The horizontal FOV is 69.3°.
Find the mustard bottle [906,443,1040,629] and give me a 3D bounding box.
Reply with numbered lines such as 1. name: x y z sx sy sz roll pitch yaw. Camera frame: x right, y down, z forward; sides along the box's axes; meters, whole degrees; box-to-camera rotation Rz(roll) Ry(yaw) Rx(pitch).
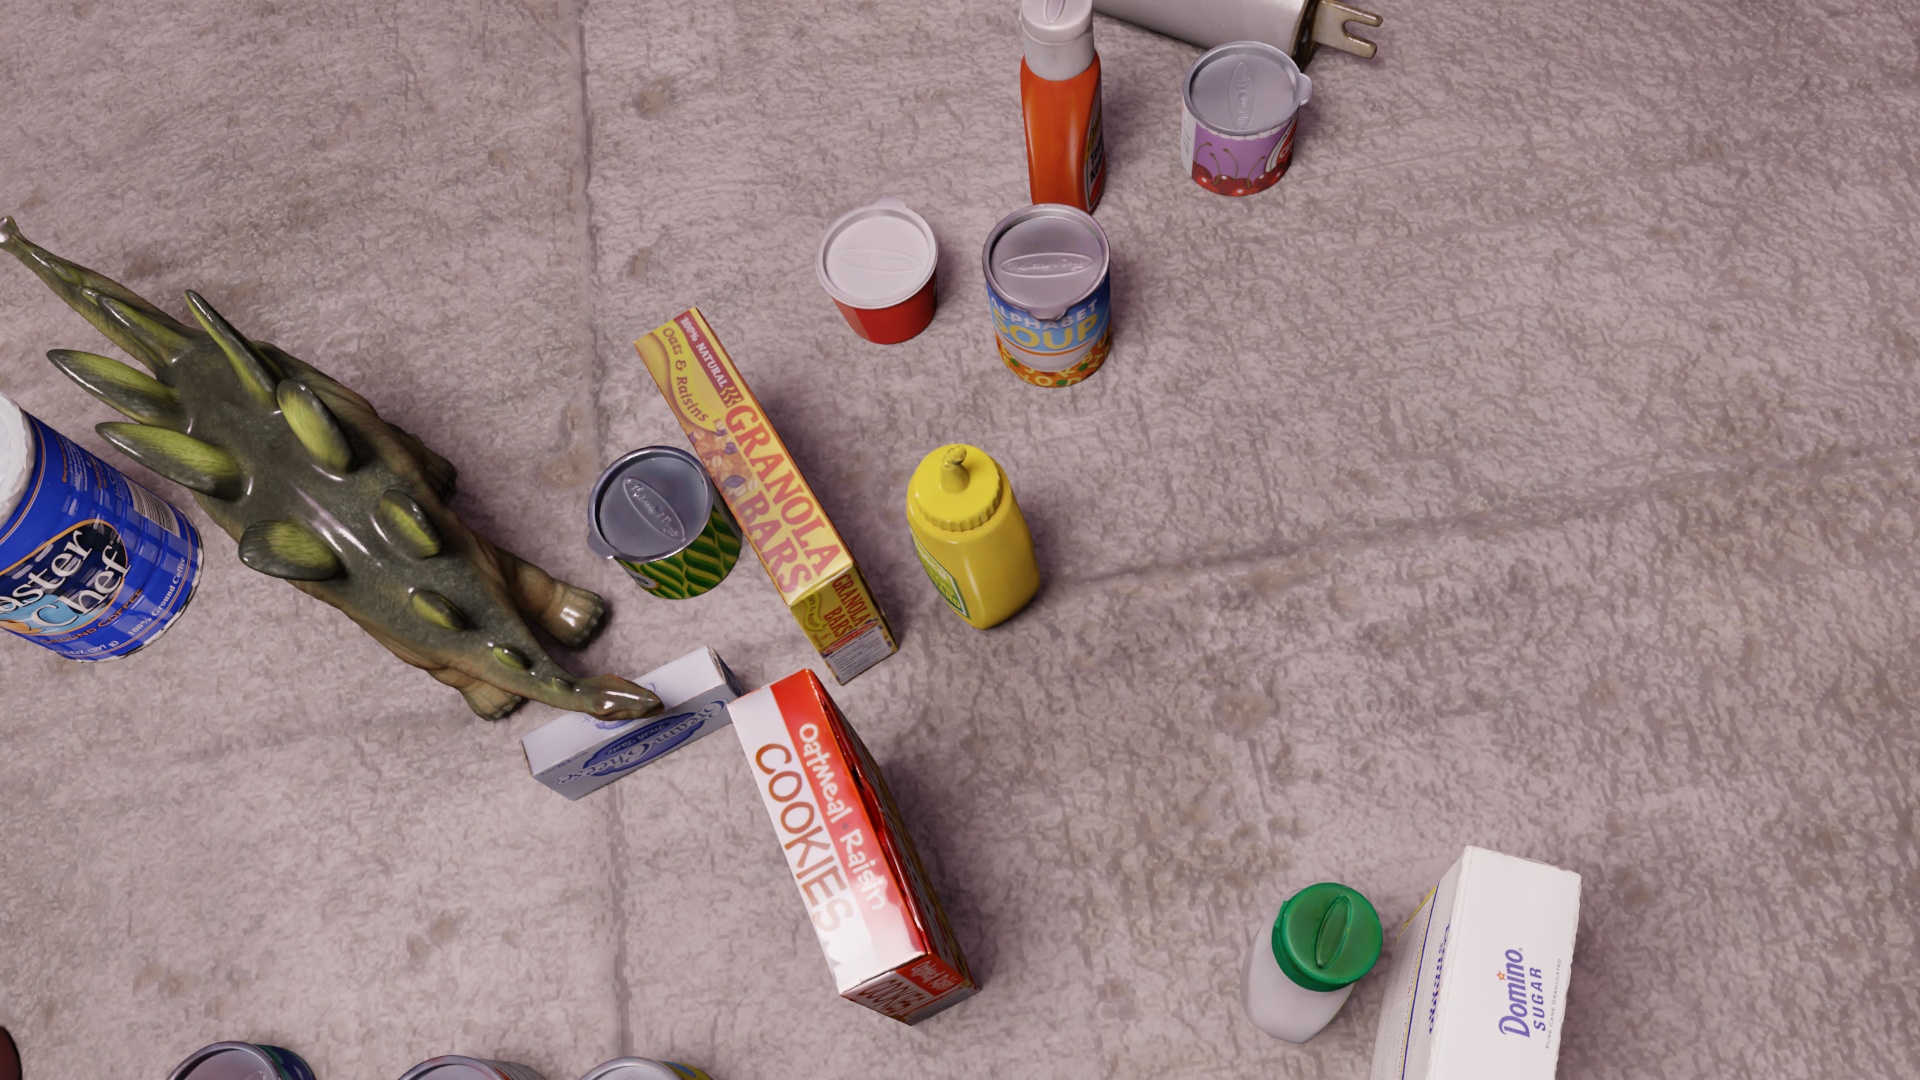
1. mustard bottle: 0.002 -0.008 0.660 0.049 0.159 0.065 -37 67 -9

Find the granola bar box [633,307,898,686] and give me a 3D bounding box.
1. granola bar box: -0.095 -0.020 0.697 0.039 0.123 0.166 -31 67 -6

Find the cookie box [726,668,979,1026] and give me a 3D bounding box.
1. cookie box: -0.041 0.137 0.598 0.040 0.167 0.123 -25 66 -4

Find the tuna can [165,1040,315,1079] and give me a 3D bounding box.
1. tuna can: -0.337 0.272 0.650 0.071 0.032 0.071 -3 66 6

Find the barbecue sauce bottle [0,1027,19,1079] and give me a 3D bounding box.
1. barbecue sauce bottle: -0.492 0.244 0.618 0.044 0.148 0.065 -20 66 -1

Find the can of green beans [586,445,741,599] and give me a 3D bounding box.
1. can of green beans: -0.155 -0.008 0.736 0.071 0.057 0.071 -3 67 6

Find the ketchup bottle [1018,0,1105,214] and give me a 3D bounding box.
1. ketchup bottle: 0.056 -0.240 0.761 0.043 0.148 0.065 8 68 11

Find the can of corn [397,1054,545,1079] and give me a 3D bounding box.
1. can of corn: -0.222 0.269 0.623 0.071 0.058 0.071 -3 67 6

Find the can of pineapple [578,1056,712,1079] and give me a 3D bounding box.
1. can of pineapple: -0.141 0.264 0.615 0.071 0.057 0.071 -3 67 6

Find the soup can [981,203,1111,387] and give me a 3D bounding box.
1. soup can: 0.048 -0.127 0.748 0.071 0.083 0.071 -3 67 6

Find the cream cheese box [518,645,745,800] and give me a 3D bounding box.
1. cream cheese box: -0.161 0.092 0.695 0.104 0.053 0.024 -26 66 -5

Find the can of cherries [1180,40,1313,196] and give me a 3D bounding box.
1. can of cherries: 0.163 -0.240 0.797 0.071 0.058 0.072 -3 67 6

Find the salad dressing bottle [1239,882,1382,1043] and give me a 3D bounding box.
1. salad dressing bottle: 0.143 0.171 0.571 0.044 0.147 0.064 21 71 15

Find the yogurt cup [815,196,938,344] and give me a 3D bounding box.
1. yogurt cup: -0.043 -0.147 0.784 0.072 0.053 0.072 -3 66 6
